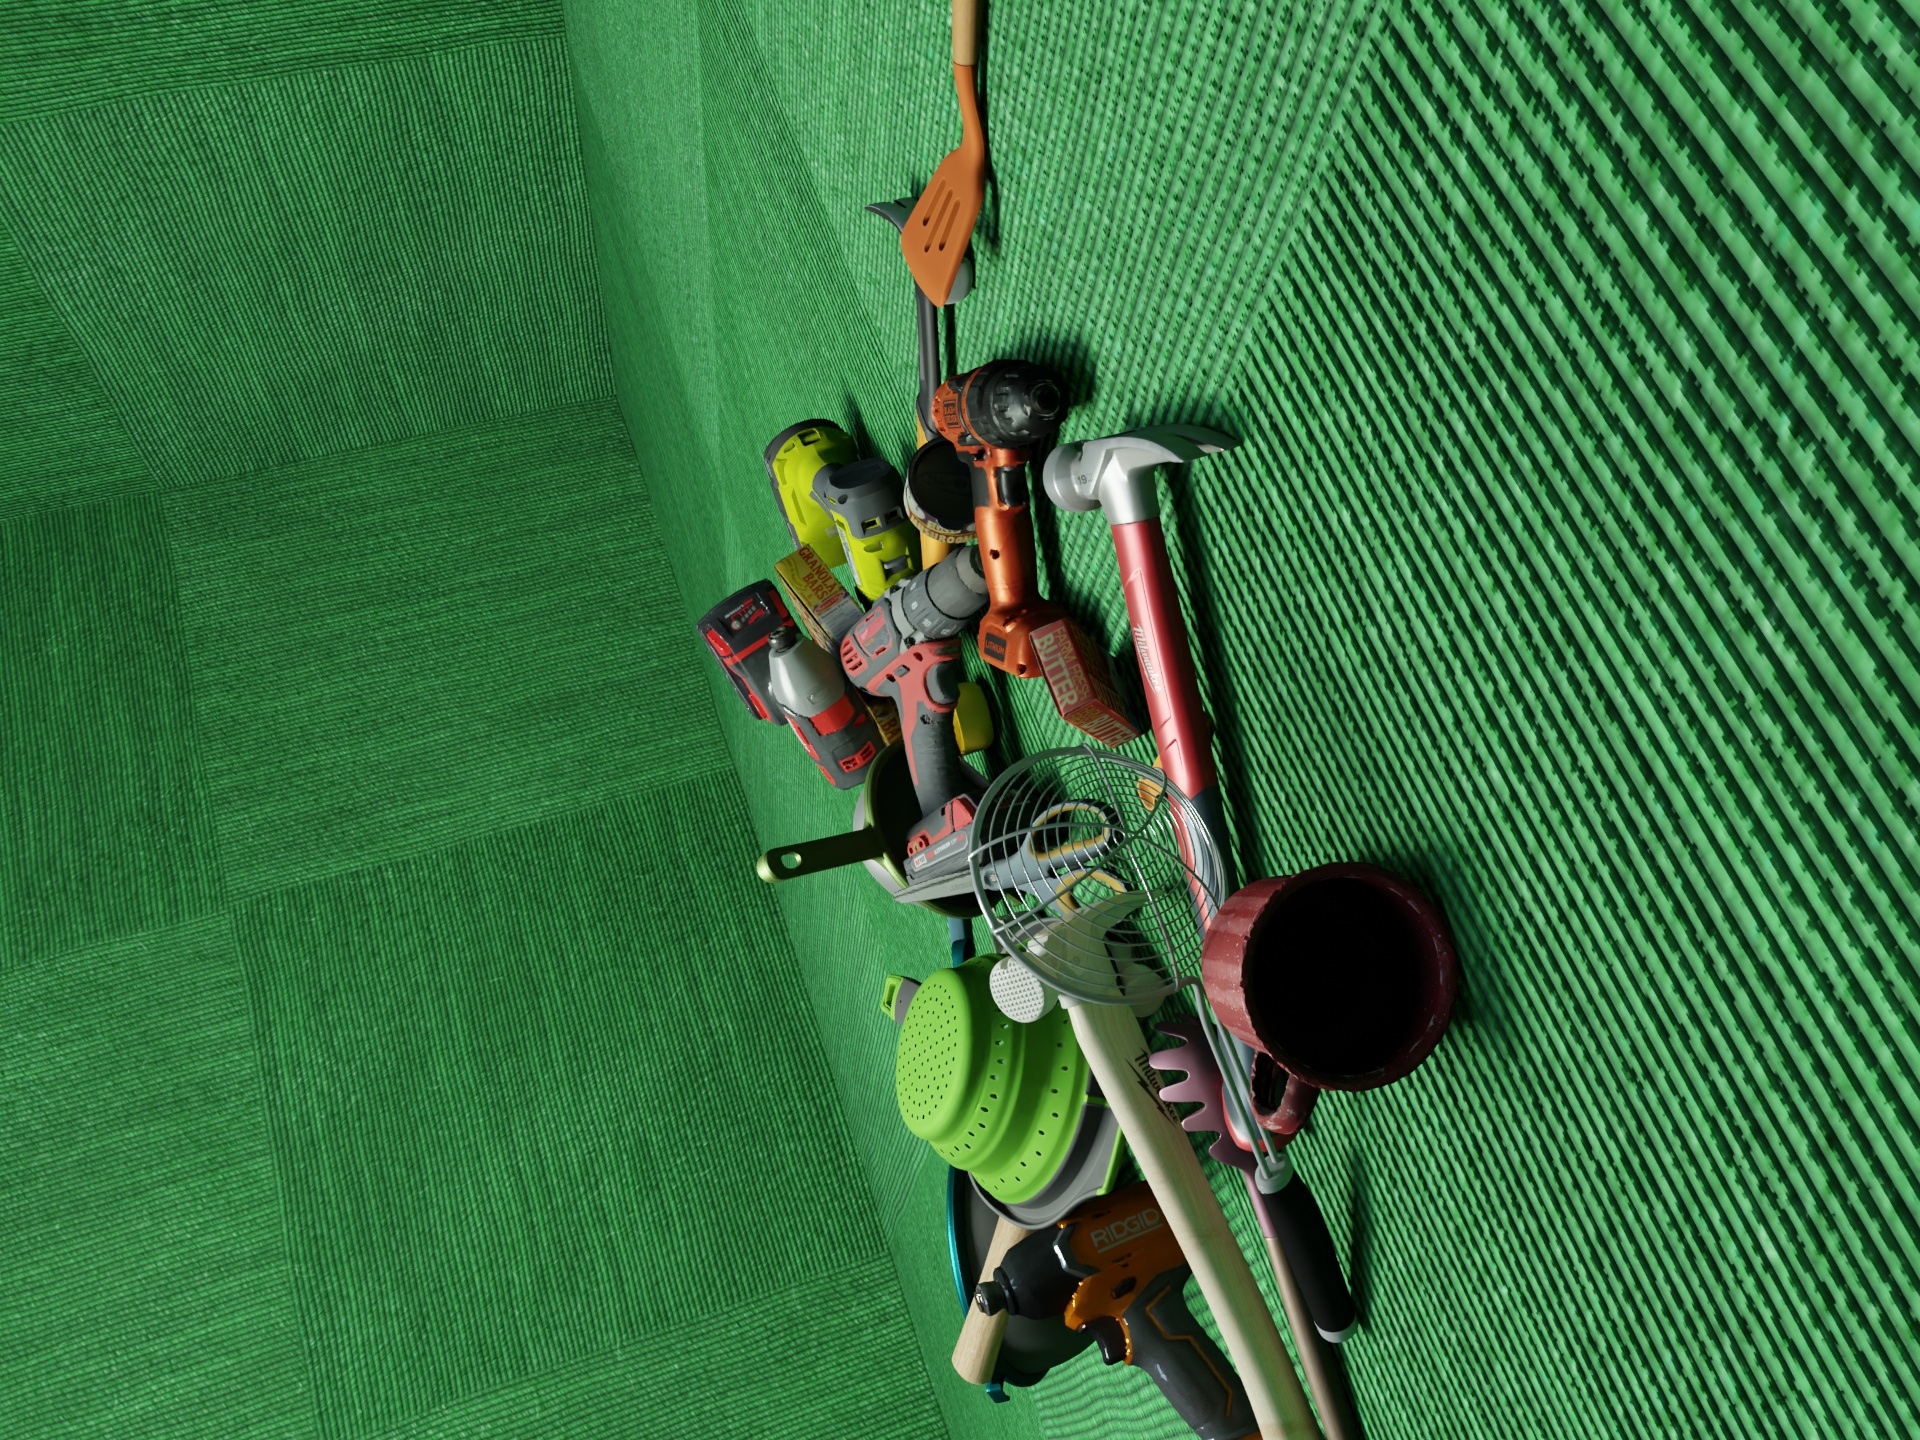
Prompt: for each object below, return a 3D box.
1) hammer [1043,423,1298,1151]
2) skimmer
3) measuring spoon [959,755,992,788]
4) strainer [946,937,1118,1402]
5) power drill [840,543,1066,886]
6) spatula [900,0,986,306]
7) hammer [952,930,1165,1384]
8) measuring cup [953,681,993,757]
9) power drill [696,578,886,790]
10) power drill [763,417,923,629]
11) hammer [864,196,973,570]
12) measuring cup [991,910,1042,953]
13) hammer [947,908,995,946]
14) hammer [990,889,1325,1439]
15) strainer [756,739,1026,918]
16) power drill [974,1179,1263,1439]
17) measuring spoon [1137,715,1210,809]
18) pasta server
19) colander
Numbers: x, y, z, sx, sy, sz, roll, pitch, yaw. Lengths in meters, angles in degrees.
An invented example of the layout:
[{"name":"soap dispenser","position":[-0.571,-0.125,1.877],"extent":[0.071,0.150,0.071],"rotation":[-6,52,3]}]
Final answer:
[{"name":"hammer","position":[0.128,0.043,0.809],"extent":[0.143,0.038,0.386],"rotation":[12,117,67]},{"name":"skimmer","position":[0.116,0.175,0.795],"extent":[0.090,0.127,0.363],"rotation":[7,130,46]},{"name":"measuring spoon","position":[0.020,0.059,1.229],"extent":[0.124,0.018,0.034],"rotation":[41,161,38]},{"name":"strainer","position":[0.063,0.332,1.231],"extent":[0.211,0.095,0.340],"rotation":[12,-114,-67]},{"name":"power drill","position":[-0.002,-0.004,1.156],"extent":[0.188,0.080,0.227],"rotation":[-35,69,52]},{"name":"spatula","position":[-0.005,-0.386,0.875],"extent":[0.322,0.041,0.081],"rotation":[92,159,-47]},{"name":"hammer","position":[0.054,0.299,1.092],"extent":[0.130,0.031,0.331],"rotation":[-142,68,-66]},{"name":"measuring cup","position":[0.001,-0.017,1.296],"extent":[0.157,0.029,0.062],"rotation":[-115,12,-71]},{"name":"power drill","position":[-0.141,-0.038,1.323],"extent":[0.143,0.078,0.220],"rotation":[61,169,-28]},{"name":"power drill","position":[-0.087,-0.153,1.373],"extent":[0.229,0.080,0.190],"rotation":[49,160,55]},{"name":"hammer","position":[-0.023,-0.204,1.153],"extent":[0.127,0.034,0.336],"rotation":[-120,20,-45]},{"name":"measuring cup","position":[0.070,0.206,1.222],"extent":[0.168,0.038,0.083],"rotation":[-132,29,-57]},{"name":"hammer","position":[0.010,0.261,1.326],"extent":[0.128,0.033,0.331],"rotation":[40,-139,-69]},{"name":"hammer","position":[0.149,0.299,0.921],"extent":[0.038,0.146,0.410],"rotation":[-25,90,40]},{"name":"strainer","position":[-0.068,0.100,1.216],"extent":[0.069,0.256,0.151],"rotation":[-33,74,39]},{"name":"power drill","position":[0.117,0.413,0.999],"extent":[0.084,0.164,0.227],"rotation":[98,152,-57]},{"name":"measuring spoon","position":[0.121,0.022,0.886],"extent":[0.116,0.011,0.021],"rotation":[114,134,-64]},{"name":"pasta server","position":[0.181,0.317,0.902],"extent":[0.040,0.060,0.316],"rotation":[-19,88,39]},{"name":"colander","position":[-0.013,0.222,1.121],"extent":[0.397,0.094,0.204],"rotation":[3,80,67]}]
